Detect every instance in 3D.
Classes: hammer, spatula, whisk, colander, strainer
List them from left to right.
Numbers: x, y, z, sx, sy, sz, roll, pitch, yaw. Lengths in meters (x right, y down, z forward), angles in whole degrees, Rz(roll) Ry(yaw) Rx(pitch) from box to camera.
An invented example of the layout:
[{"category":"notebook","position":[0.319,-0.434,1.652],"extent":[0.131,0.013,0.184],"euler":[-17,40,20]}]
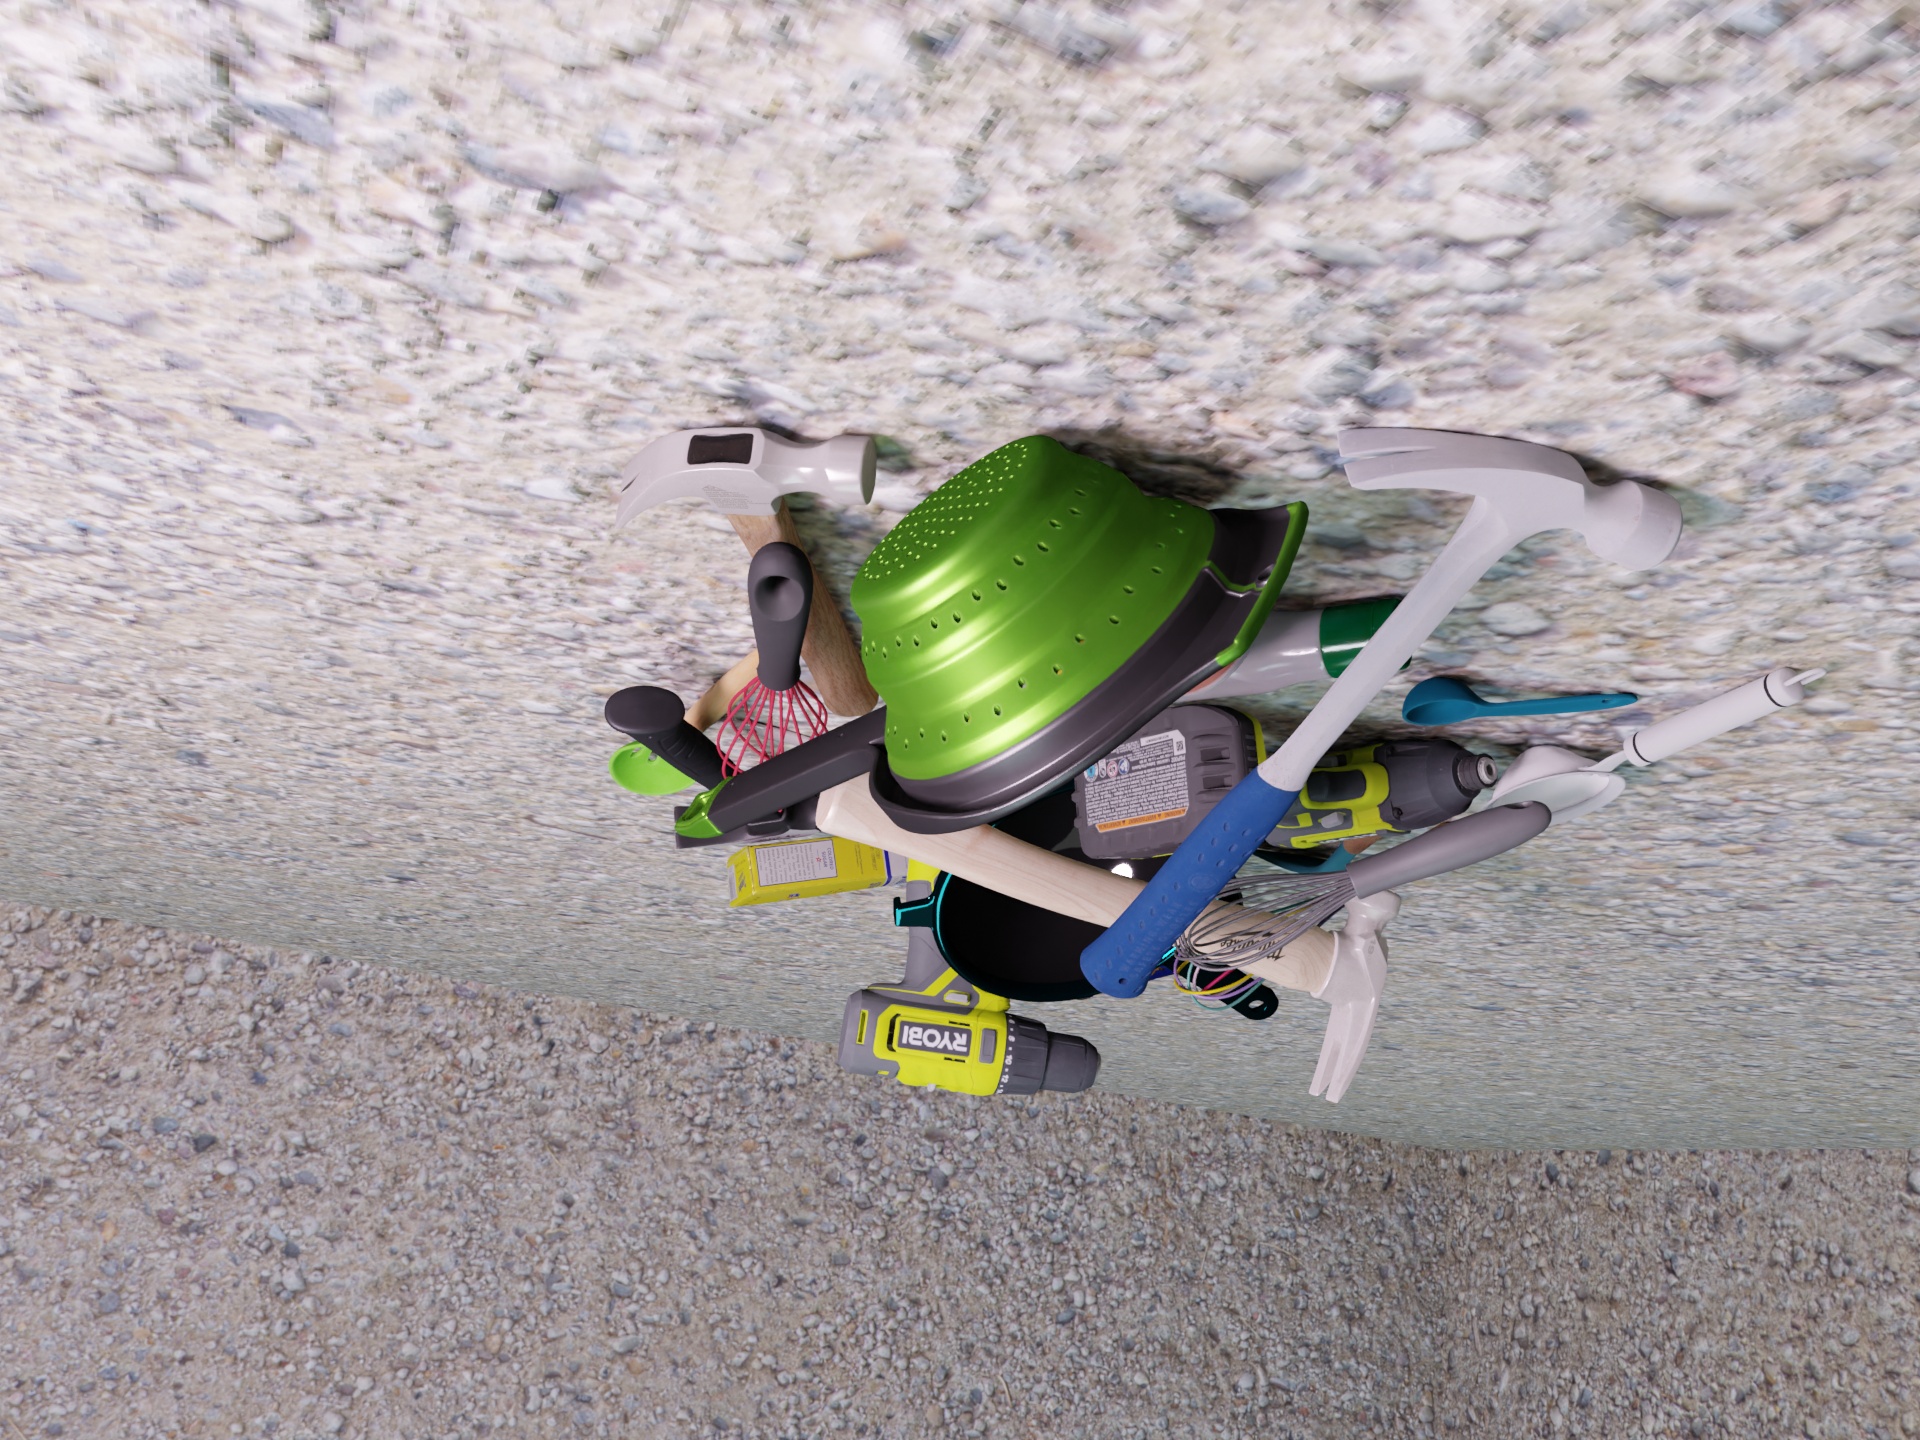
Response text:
[{"category":"hammer","position":[-0.176,0.038,1.119],"extent":[0.146,0.035,0.334],"euler":[-9,163,7]},{"category":"whisk","position":[-0.100,-0.018,0.869],"extent":[0.073,0.073,0.295],"euler":[8,156,-4]},{"category":"hammer","position":[-0.089,-0.067,0.850],"extent":[0.130,0.031,0.331],"euler":[4,162,8]},{"category":"colander","position":[-0.035,-0.030,0.733],"extent":[0.397,0.205,0.094],"euler":[-23,115,42]},{"category":"hammer","position":[0.098,0.123,1.007],"extent":[0.410,0.146,0.038],"euler":[20,171,-20]},{"category":"strainer","position":[0.116,0.120,1.139],"extent":[0.211,0.095,0.340],"euler":[-42,129,17]},{"category":"hammer","position":[0.156,0.019,0.773],"extent":[0.144,0.035,0.405],"euler":[15,136,-15]},{"category":"whisk","position":[0.255,0.134,1.112],"extent":[0.245,0.051,0.047],"euler":[-26,174,-17]},{"category":"whisk","position":[0.239,0.097,0.961],"extent":[0.239,0.055,0.055],"euler":[-22,154,13]},{"category":"spatula","position":[0.288,0.070,1.136],"extent":[0.082,0.044,0.317],"euler":[9,157,-5]},{"category":"strainer","position":[0.384,0.017,0.909],"extent":[0.086,0.050,0.258],"euler":[4,159,-23]}]

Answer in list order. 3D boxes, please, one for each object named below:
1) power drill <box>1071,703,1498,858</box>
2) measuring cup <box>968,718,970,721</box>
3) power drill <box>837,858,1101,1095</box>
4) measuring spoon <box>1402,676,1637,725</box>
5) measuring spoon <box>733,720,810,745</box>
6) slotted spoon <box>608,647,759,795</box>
[{"category":"power drill","position":[0.194,0.039,0.952],"extent":[0.223,0.080,0.171],"euler":[3,168,-35]},{"category":"measuring cup","position":[-0.002,-0.003,1.035],"extent":[0.062,0.029,0.156],"euler":[5,173,6]},{"category":"power drill","position":[0.018,0.165,1.189],"extent":[0.190,0.229,0.080],"euler":[10,162,-7]},{"category":"measuring spoon","position":[0.310,-0.015,0.886],"extent":[0.128,0.021,0.042],"euler":[-3,160,3]},{"category":"measuring spoon","position":[-0.110,0.024,1.151],"extent":[0.124,0.018,0.034],"euler":[18,159,-28]},{"category":"slotted spoon","position":[-0.180,0.001,1.099],"extent":[0.070,0.031,0.313],"euler":[12,159,-22]}]
